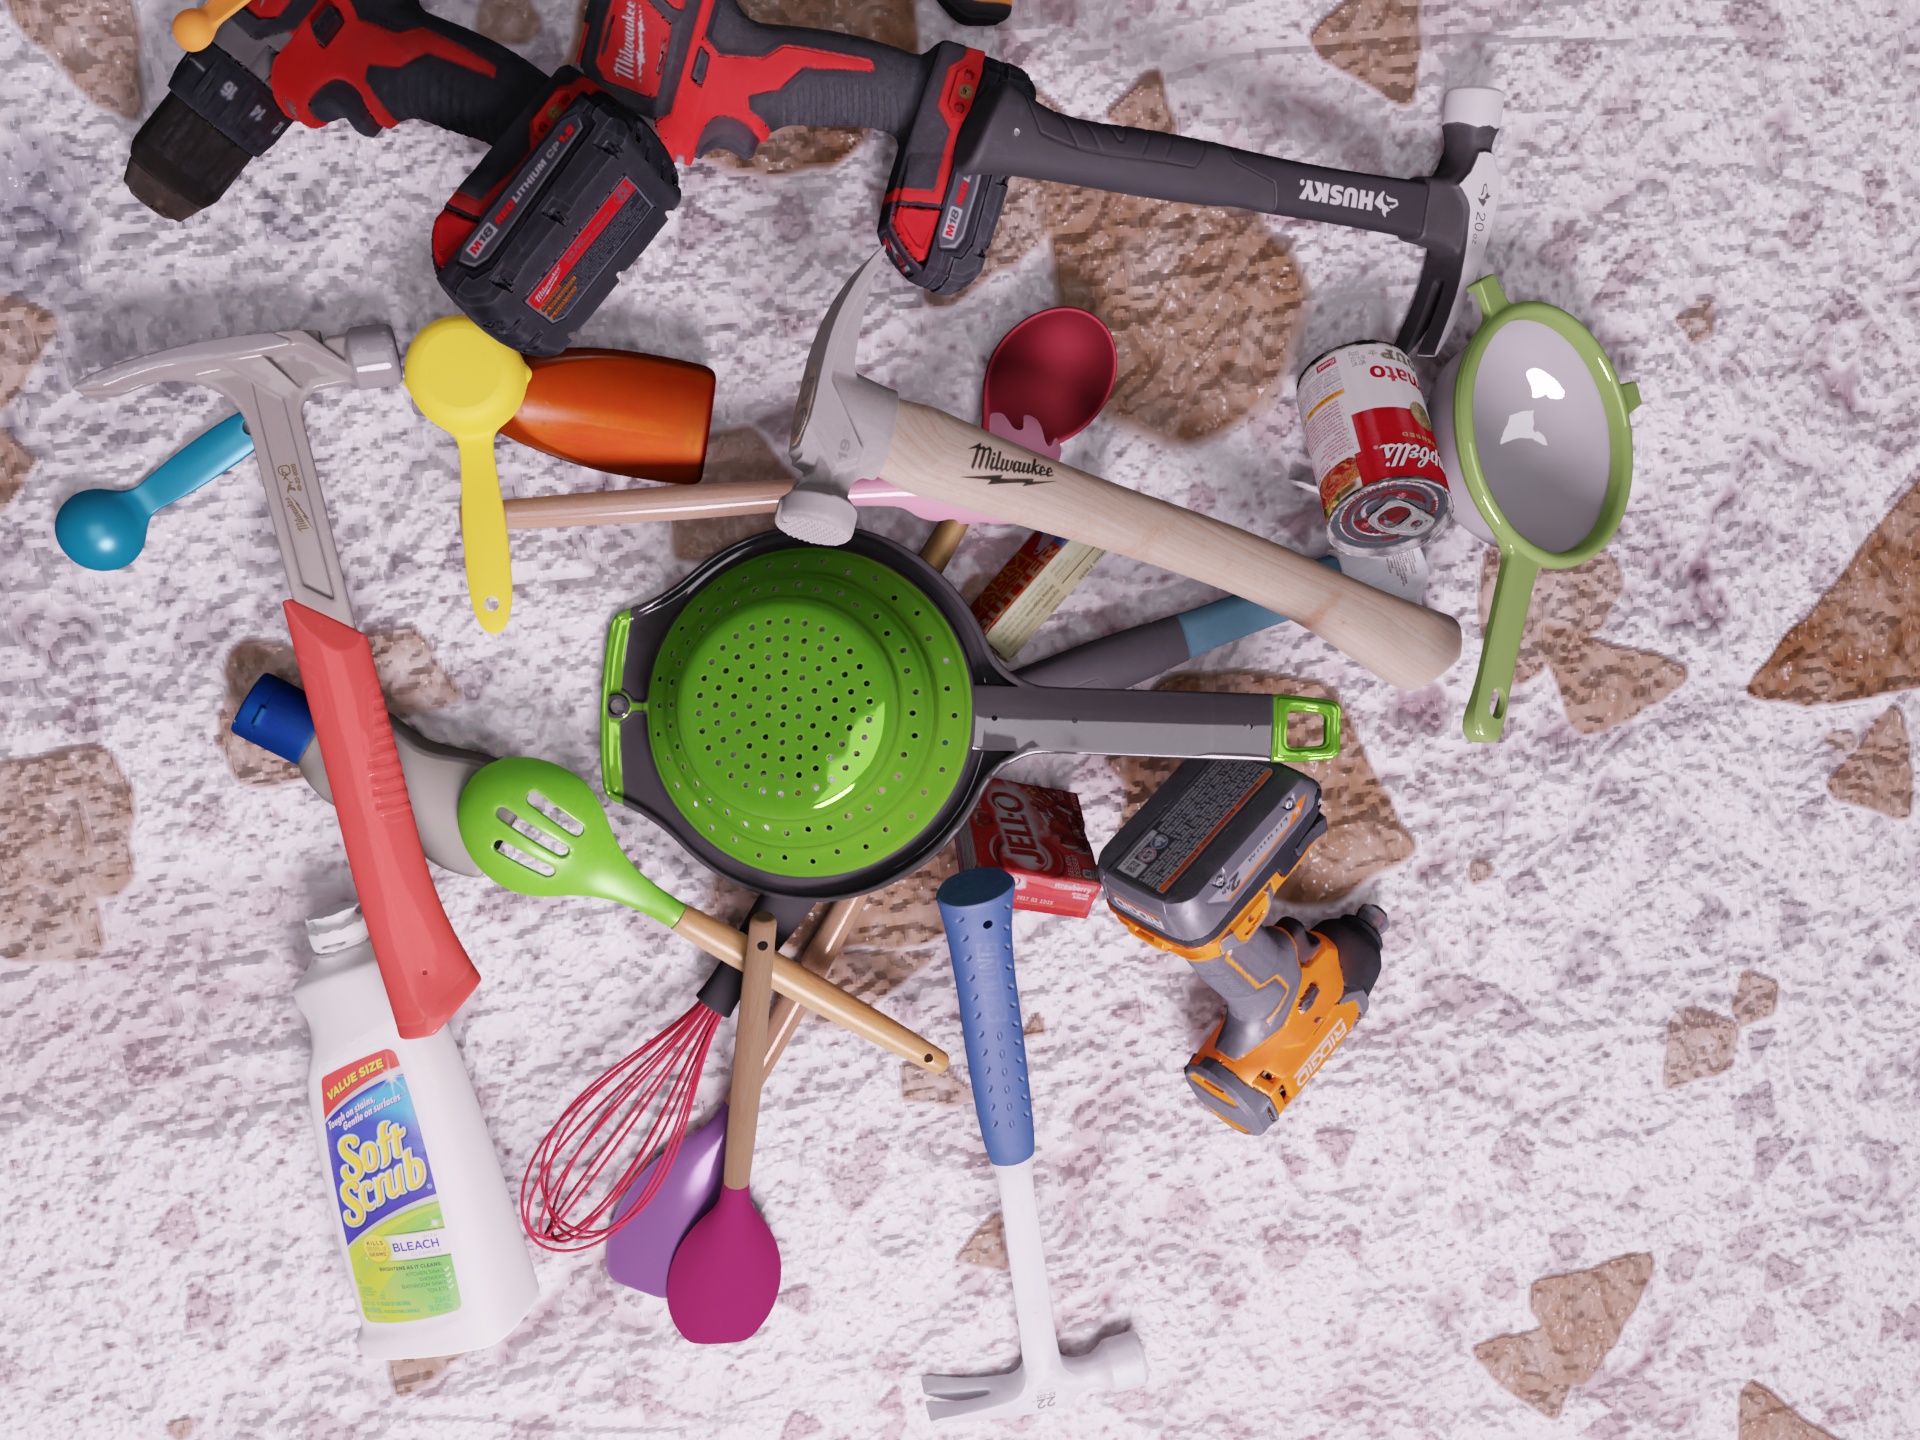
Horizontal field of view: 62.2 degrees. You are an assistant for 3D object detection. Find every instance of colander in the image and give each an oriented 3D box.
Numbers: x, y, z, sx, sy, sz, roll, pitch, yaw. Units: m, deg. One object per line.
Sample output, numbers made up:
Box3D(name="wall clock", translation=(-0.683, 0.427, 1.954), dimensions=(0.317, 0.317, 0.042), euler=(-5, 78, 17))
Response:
Box3D(name="colander", translation=(-0.001, -0.003, 0.814), dimensions=(0.397, 0.094, 0.204), euler=(2, 89, 4))

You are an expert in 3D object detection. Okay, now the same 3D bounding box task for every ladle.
Box3D(name="ladle", translation=(-0.014, -0.090, 0.889), dimensions=(0.069, 0.031, 0.315), euler=(30, 97, -17))

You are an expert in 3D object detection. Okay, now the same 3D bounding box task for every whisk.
Box3D(name="whisk", translation=(-0.153, 0.179, 0.909), dimensions=(0.073, 0.073, 0.296), euler=(36, 87, -17))

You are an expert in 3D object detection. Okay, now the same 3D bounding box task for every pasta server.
Box3D(name="pasta server", translation=(-0.097, -0.119, 0.829), dimensions=(0.316, 0.040, 0.060), euler=(-5, 115, -9))

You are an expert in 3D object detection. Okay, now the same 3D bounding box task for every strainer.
Box3D(name="strainer", translation=(0.300, -0.108, 0.901), dimensions=(0.151, 0.069, 0.256), euler=(23, 76, -30))

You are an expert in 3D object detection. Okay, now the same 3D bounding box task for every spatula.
Box3D(name="spatula", translation=(-0.122, 0.205, 0.939), dimensions=(0.059, 0.018, 0.316), euler=(28, 97, -15))

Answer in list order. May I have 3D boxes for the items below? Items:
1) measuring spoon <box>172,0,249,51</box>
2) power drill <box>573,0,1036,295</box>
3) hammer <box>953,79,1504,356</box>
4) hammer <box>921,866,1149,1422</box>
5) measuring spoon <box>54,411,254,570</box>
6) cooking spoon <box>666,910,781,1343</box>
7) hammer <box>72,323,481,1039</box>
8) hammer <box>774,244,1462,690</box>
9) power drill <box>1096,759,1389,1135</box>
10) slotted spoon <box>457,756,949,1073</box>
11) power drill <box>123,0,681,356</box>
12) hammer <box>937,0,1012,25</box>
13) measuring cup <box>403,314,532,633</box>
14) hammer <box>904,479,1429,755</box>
Box3D(name="measuring spoon", translation=(-0.310, -0.344, 0.712), dimensions=(0.117, 0.011, 0.021), euler=(-41, 77, 4))
Box3D(name="power drill", translation=(-0.086, -0.298, 0.802), dimensions=(0.219, 0.079, 0.143), euler=(16, 99, -12))
Box3D(name="hammer", translation=(0.148, -0.276, 0.829), dimensions=(0.334, 0.035, 0.146), euler=(-2, 105, -28))
Box3D(name="hammer", translation=(0.026, 0.264, 0.930), dimensions=(0.144, 0.035, 0.405), euler=(-12, 119, -7))
Box3D(name="measuring spoon", translation=(-0.400, -0.120, 0.802), dimensions=(0.128, 0.021, 0.042), euler=(-35, 107, -1))
Box3D(name="cooking spoon", translation=(-0.127, 0.245, 0.912), dimensions=(0.068, 0.017, 0.318), euler=(2, 117, -14))
Box3D(name="hammer", translation=(-0.320, -0.013, 0.800), dimensions=(0.149, 0.037, 0.359), euler=(-14, 95, -15))
Box3D(name="hammer", translation=(0.106, -0.108, 0.843), dimensions=(0.410, 0.038, 0.146), euler=(17, 77, -25))
Box3D(name="power drill", translation=(0.177, 0.118, 0.918), dimensions=(0.164, 0.084, 0.226), euler=(-44, 132, -19))
Box3D(name="slotted spoon", translation=(-0.132, 0.118, 0.872), dimensions=(0.313, 0.031, 0.070), euler=(34, 88, -19))
Box3D(name="power drill", translation=(-0.266, -0.266, 0.737), dimensions=(0.227, 0.080, 0.188), euler=(40, 93, 10))
Box3D(name="hammer", translation=(0.021, -0.527, 0.791), dimensions=(0.127, 0.034, 0.336), euler=(-1, 103, -10))
Box3D(name="measuring cup", translation=(-0.237, -0.121, 0.777), dimensions=(0.062, 0.029, 0.156), euler=(-6, 90, -9))
Box3D(name="hammer", translation=(0.116, -0.042, 0.923), dimensions=(0.331, 0.033, 0.128), euler=(-21, 107, -6))
